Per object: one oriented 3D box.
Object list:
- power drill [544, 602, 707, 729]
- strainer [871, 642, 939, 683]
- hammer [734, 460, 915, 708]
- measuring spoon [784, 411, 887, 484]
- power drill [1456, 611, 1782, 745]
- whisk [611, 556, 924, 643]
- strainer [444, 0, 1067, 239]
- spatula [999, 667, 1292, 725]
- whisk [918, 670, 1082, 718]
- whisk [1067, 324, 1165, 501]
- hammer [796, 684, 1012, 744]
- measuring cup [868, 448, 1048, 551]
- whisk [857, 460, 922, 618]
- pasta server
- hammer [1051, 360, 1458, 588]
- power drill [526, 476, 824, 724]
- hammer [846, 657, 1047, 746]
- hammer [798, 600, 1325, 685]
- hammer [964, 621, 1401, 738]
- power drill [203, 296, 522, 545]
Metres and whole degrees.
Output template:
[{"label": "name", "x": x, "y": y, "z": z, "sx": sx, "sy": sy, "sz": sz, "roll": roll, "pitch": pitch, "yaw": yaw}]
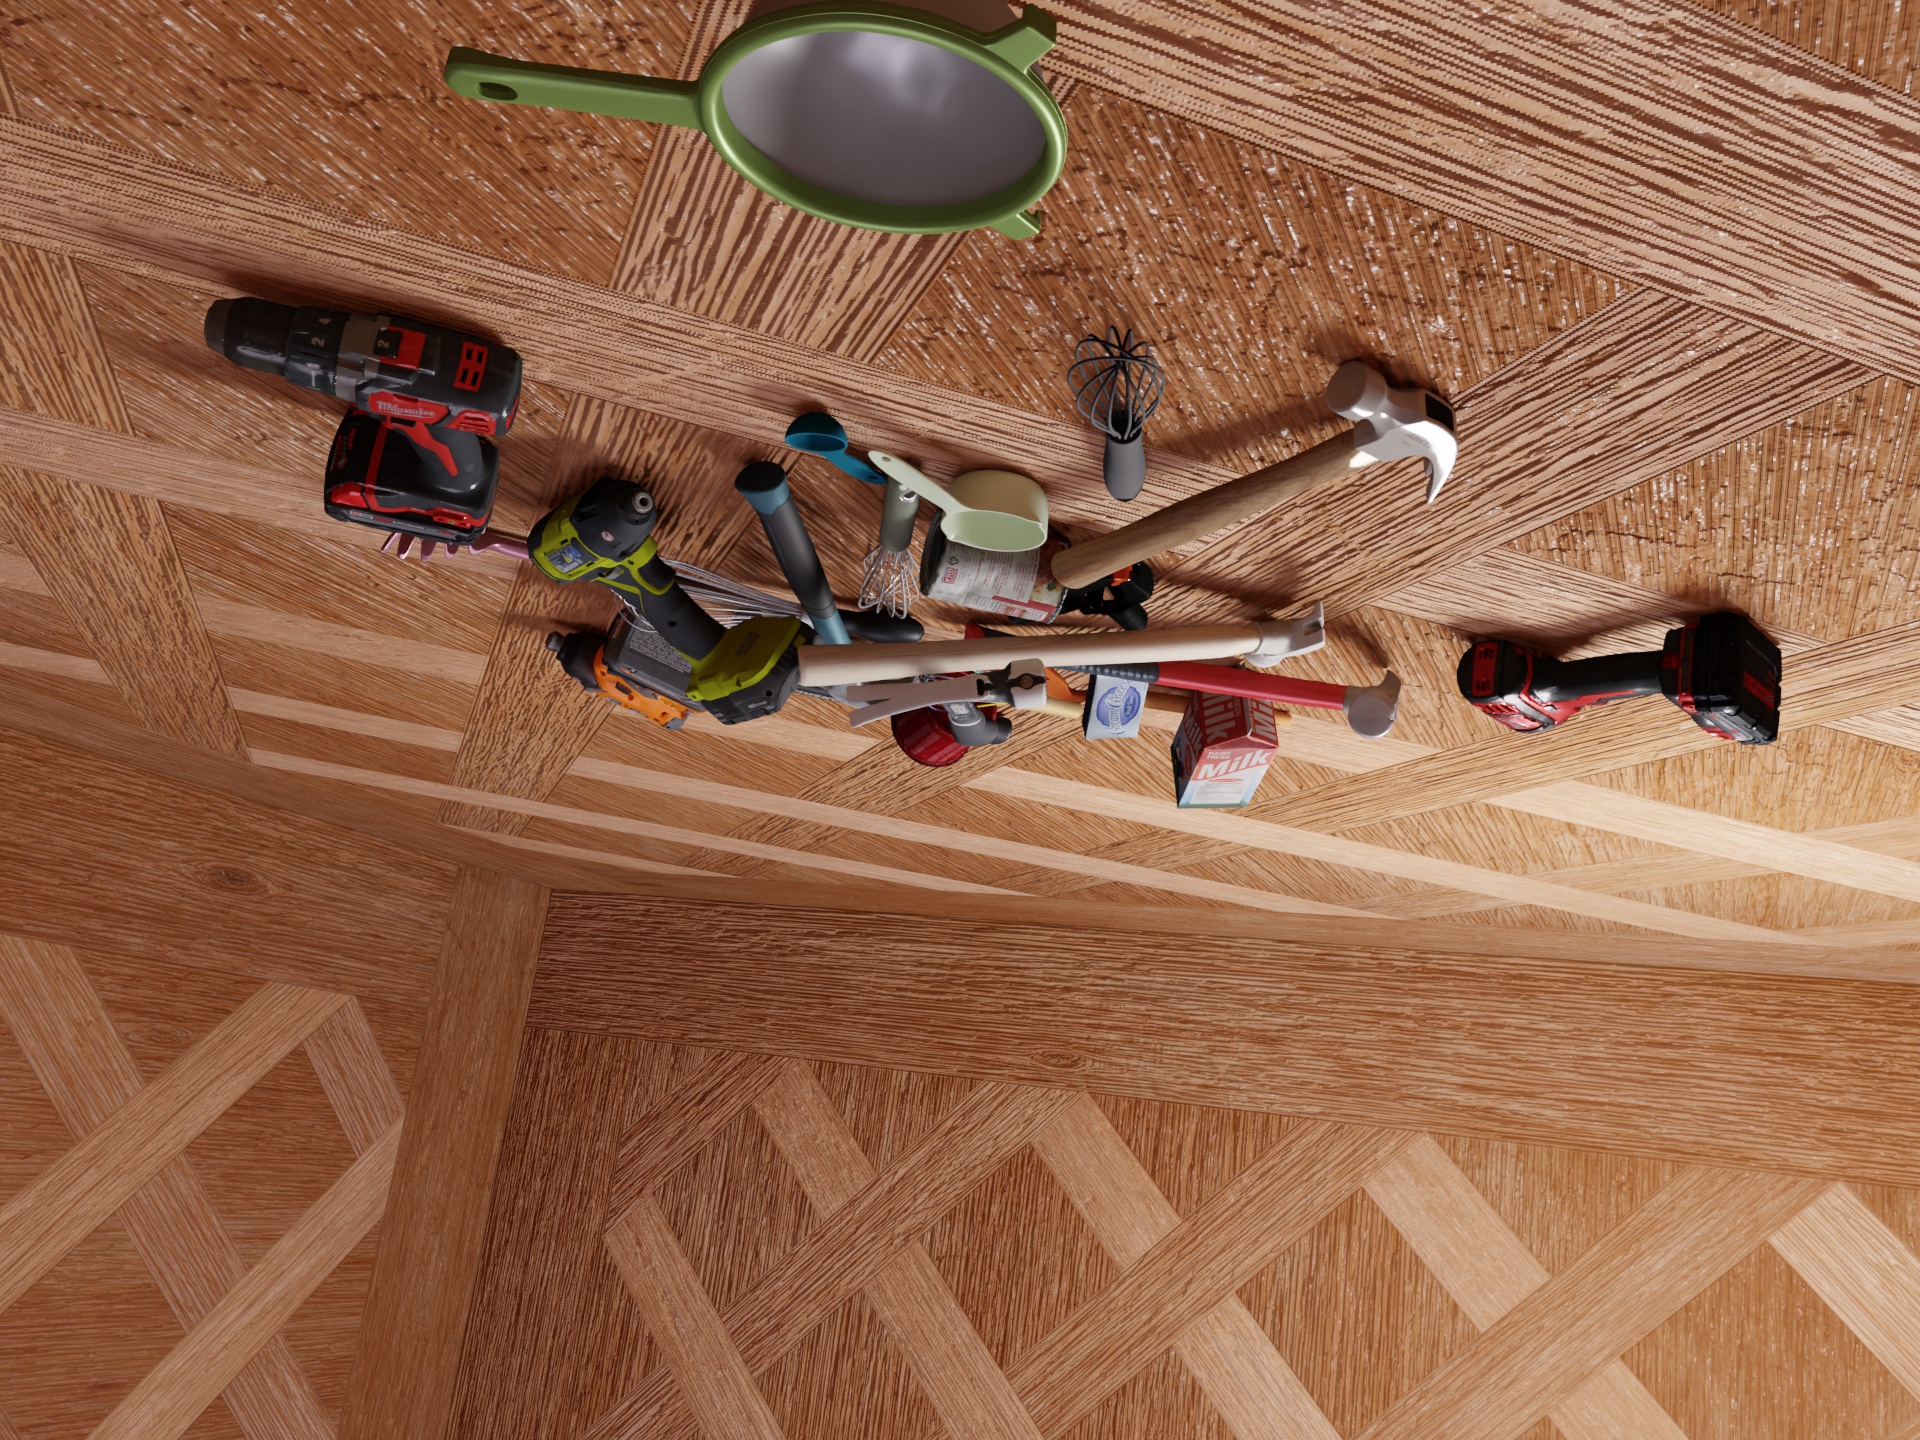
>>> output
[{"label": "power drill", "x": -0.319, "y": -0.058, "z": 1.572, "sx": 0.164, "sy": 0.084, "sz": 0.226, "roll": 27, "pitch": 164, "yaw": -19}, {"label": "strainer", "x": -0.123, "y": -0.060, "z": 1.483, "sx": 0.258, "sy": 0.050, "sz": 0.087, "roll": 7, "pitch": 145, "yaw": -38}, {"label": "hammer", "x": -0.118, "y": -0.099, "z": 1.278, "sx": 0.128, "sy": 0.033, "sz": 0.330, "roll": 21, "pitch": 158, "yaw": 21}, {"label": "measuring spoon", "x": -0.080, "y": -0.188, "z": 1.097, "sx": 0.042, "sy": 0.021, "sz": 0.128, "roll": 1, "pitch": 173, "yaw": 21}, {"label": "power drill", "x": 0.530, "y": -0.026, "z": 1.281, "sx": 0.220, "sy": 0.078, "sz": 0.143, "roll": -3, "pitch": 162, "yaw": 44}, {"label": "whisk", "x": -0.167, "y": -0.098, "z": 1.412, "sx": 0.284, "sy": 0.070, "sz": 0.070, "roll": 8, "pitch": 166, "yaw": -19}, {"label": "strainer", "x": -0.080, "y": -0.273, "z": 0.653, "sx": 0.256, "sy": 0.069, "sz": 0.151, "roll": 8, "pitch": 168, "yaw": 2}, {"label": "spatula", "x": 0.179, "y": -0.030, "z": 1.552, "sx": 0.322, "sy": 0.041, "sz": 0.081, "roll": 8, "pitch": 167, "yaw": -17}, {"label": "whisk", "x": 0.043, "y": -0.030, "z": 1.562, "sx": 0.244, "sy": 0.047, "sz": 0.051, "roll": 11, "pitch": 132, "yaw": -49}, {"label": "whisk", "x": 0.097, "y": -0.178, "z": 0.975, "sx": 0.055, "sy": 0.055, "sz": 0.239, "roll": 6, "pitch": 170, "yaw": 8}, {"label": "hammer", "x": -0.099, "y": -0.024, "z": 1.690, "sx": 0.334, "sy": 0.035, "sz": 0.146, "roll": 13, "pitch": 165, "yaw": -21}, {"label": "measuring cup", "x": -0.003, "y": -0.164, "z": 1.098, "sx": 0.083, "sy": 0.038, "sz": 0.167, "roll": -5, "pitch": 159, "yaw": 40}, {"label": "whisk", "x": -0.051, "y": -0.137, "z": 1.219, "sx": 0.058, "sy": 0.059, "sz": 0.246, "roll": -27, "pitch": 167, "yaw": -14}, {"label": "pasta server", "x": -0.341, "y": -0.131, "z": 1.399, "sx": 0.316, "sy": 0.040, "sz": 0.060, "roll": 12, "pitch": 177, "yaw": -20}, {"label": "hammer", "x": 0.180, "y": -0.143, "z": 1.047, "sx": 0.130, "sy": 0.031, "sz": 0.331, "roll": 16, "pitch": 159, "yaw": -34}, {"label": "power drill", "x": -0.225, "y": -0.099, "z": 1.270, "sx": 0.223, "sy": 0.080, "sz": 0.171, "roll": 42, "pitch": 152, "yaw": -23}, {"label": "hammer", "x": -0.002, "y": -0.004, "z": 1.351, "sx": 0.149, "sy": 0.036, "sz": 0.409, "roll": -7, "pitch": 175, "yaw": 2}, {"label": "hammer", "x": 0.079, "y": -0.057, "z": 1.253, "sx": 0.410, "sy": 0.038, "sz": 0.146, "roll": -4, "pitch": 176, "yaw": -7}, {"label": "hammer", "x": 0.191, "y": -0.045, "z": 1.411, "sx": 0.386, "sy": 0.038, "sz": 0.143, "roll": 10, "pitch": -165, "yaw": 16}, {"label": "power drill", "x": -0.395, "y": -0.205, "z": 1.070, "sx": 0.187, "sy": 0.080, "sz": 0.226, "roll": 11, "pitch": 162, "yaw": -14}]
